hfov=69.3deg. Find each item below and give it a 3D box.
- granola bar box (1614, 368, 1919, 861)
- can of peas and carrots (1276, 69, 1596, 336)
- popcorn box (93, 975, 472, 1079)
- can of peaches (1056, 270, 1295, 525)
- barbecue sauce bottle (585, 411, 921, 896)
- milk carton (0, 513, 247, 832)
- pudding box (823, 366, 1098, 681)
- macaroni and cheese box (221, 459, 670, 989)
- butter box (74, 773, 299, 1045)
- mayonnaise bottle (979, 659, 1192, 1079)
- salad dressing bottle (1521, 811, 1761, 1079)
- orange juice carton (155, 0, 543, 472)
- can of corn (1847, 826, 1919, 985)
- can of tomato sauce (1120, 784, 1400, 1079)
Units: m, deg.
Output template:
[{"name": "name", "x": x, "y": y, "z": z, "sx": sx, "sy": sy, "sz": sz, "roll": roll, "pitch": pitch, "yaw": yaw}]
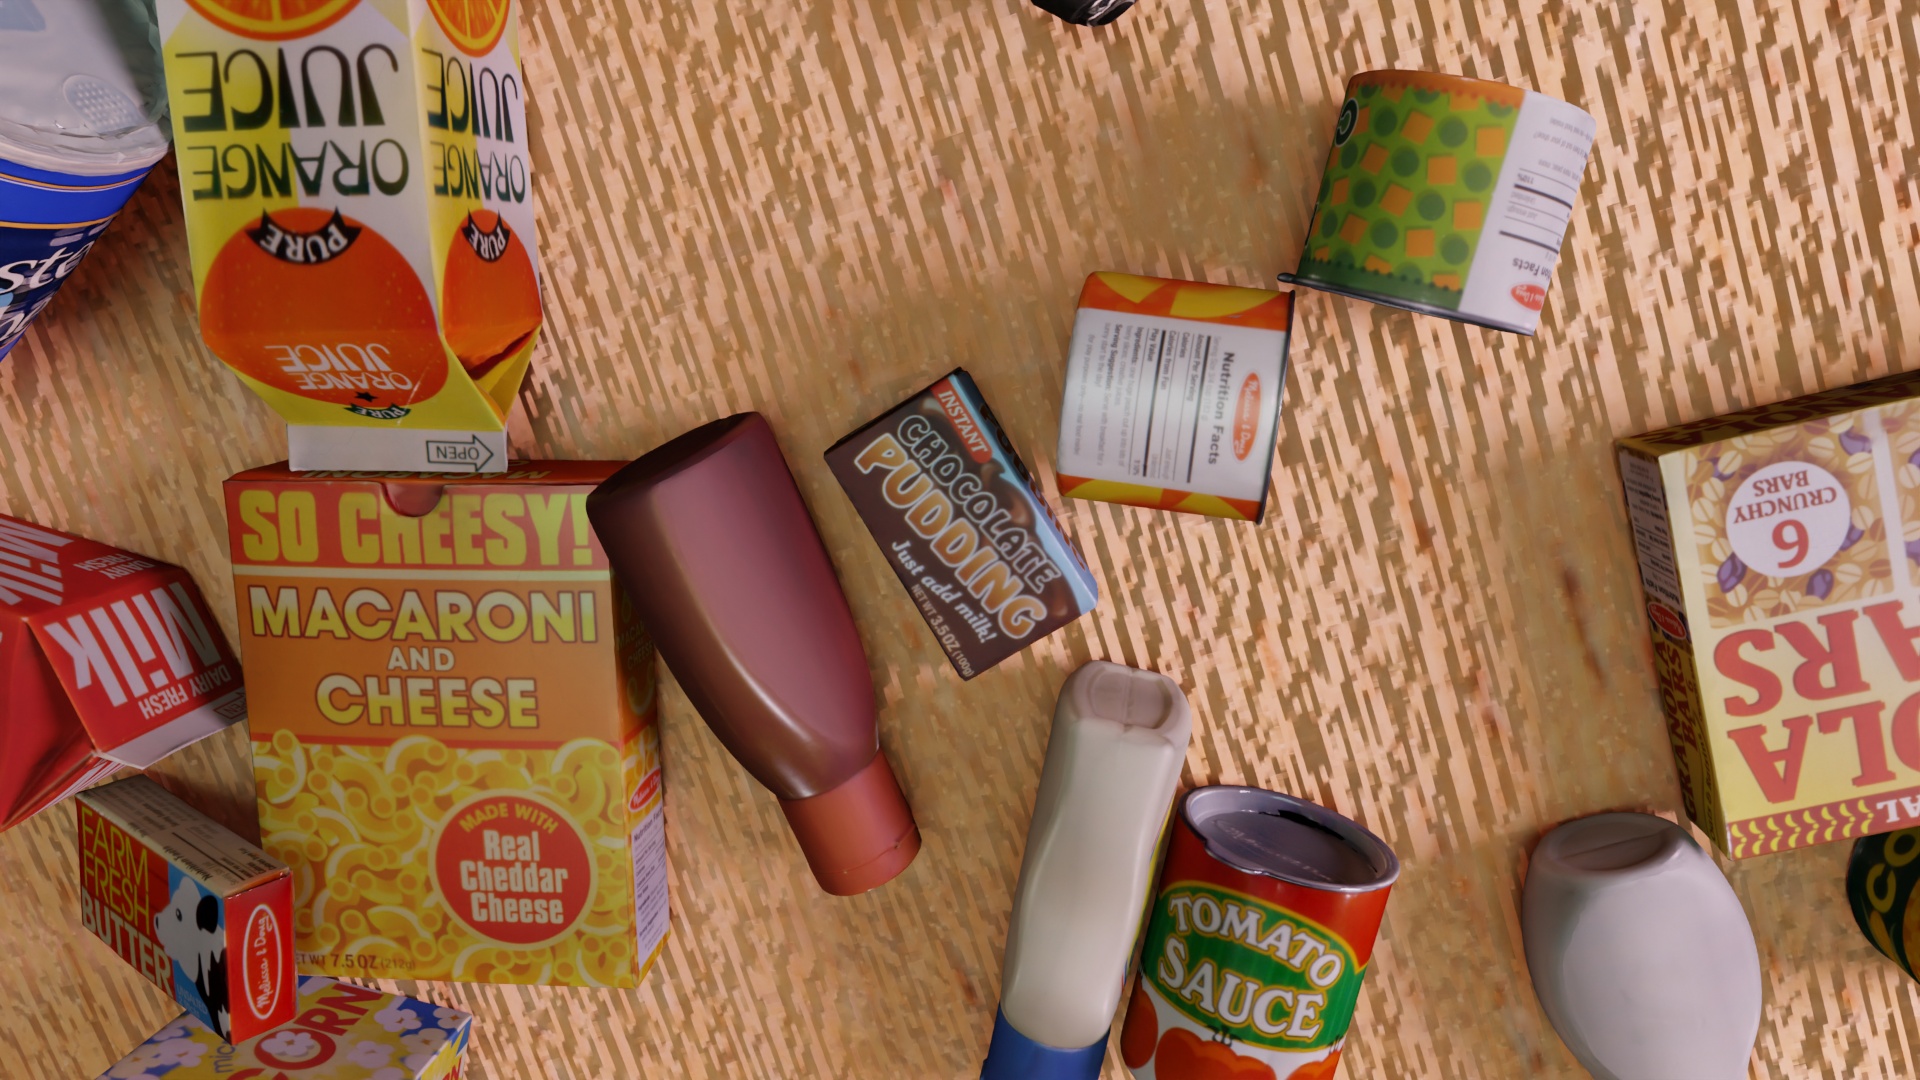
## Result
[{"name": "granola bar box", "x": 0.287, "y": 0.012, "z": 0.396, "sx": 0.165, "sy": 0.039, "sz": 0.124, "roll": -13, "pitch": 99, "yaw": 8}, {"name": "can of peas and carrots", "x": 0.129, "y": -0.092, "z": 0.379, "sx": 0.071, "sy": 0.071, "sz": 0.058, "roll": 14, "pitch": 102, "yaw": 3}, {"name": "popcorn box", "x": -0.221, "y": 0.185, "z": 0.435, "sx": 0.085, "sy": 0.127, "sz": 0.038, "roll": 12, "pitch": 99, "yaw": 3}, {"name": "can of peaches", "x": 0.061, "y": -0.041, "z": 0.395, "sx": 0.058, "sy": 0.071, "sz": 0.071, "roll": 8, "pitch": 102, "yaw": 10}, {"name": "barbecue sauce bottle", "x": -0.056, "y": 0.039, "z": 0.426, "sx": 0.043, "sy": 0.065, "sz": 0.148, "roll": -12, "pitch": 110, "yaw": 34}, {"name": "milk carton", "x": -0.326, "y": 0.034, "z": 0.445, "sx": 0.191, "sy": 0.072, "sz": 0.073, "roll": 16, "pitch": 102, "yaw": 3}, {"name": "pudding box", "x": 0.002, "y": -0.005, "z": 0.426, "sx": 0.049, "sy": 0.030, "sz": 0.083, "roll": -30, "pitch": 97, "yaw": 10}, {"name": "macaroni and cheese box", "x": -0.162, "y": 0.058, "z": 0.449, "sx": 0.124, "sy": 0.040, "sz": 0.166, "roll": 0, "pitch": 101, "yaw": 5}, {"name": "butter box", "x": -0.254, "y": 0.117, "z": 0.454, "sx": 0.103, "sy": 0.024, "sz": 0.053, "roll": 14, "pitch": 106, "yaw": 34}, {"name": "mayonnaise bottle", "x": 0.037, "y": 0.115, "z": 0.431, "sx": 0.041, "sy": 0.065, "sz": 0.147, "roll": 12, "pitch": 106, "yaw": 6}, {"name": "salad dressing bottle", "x": 0.218, "y": 0.159, "z": 0.430, "sx": 0.064, "sy": 0.044, "sz": 0.147, "roll": -17, "pitch": 100, "yaw": 7}, {"name": "orange juice carton", "x": -0.172, "y": -0.114, "z": 0.400, "sx": 0.072, "sy": 0.073, "sz": 0.192, "roll": -1, "pitch": 101, "yaw": 6}, {"name": "can of corn", "x": 0.305, "y": 0.109, "z": 0.403, "sx": 0.071, "sy": 0.058, "sz": 0.071, "roll": 1, "pitch": 101, "yaw": 5}, {"name": "can of tomato sauce", "x": 0.089, "y": 0.127, "z": 0.422, "sx": 0.071, "sy": 0.071, "sz": 0.083, "roll": 13, "pitch": 103, "yaw": 3}]
